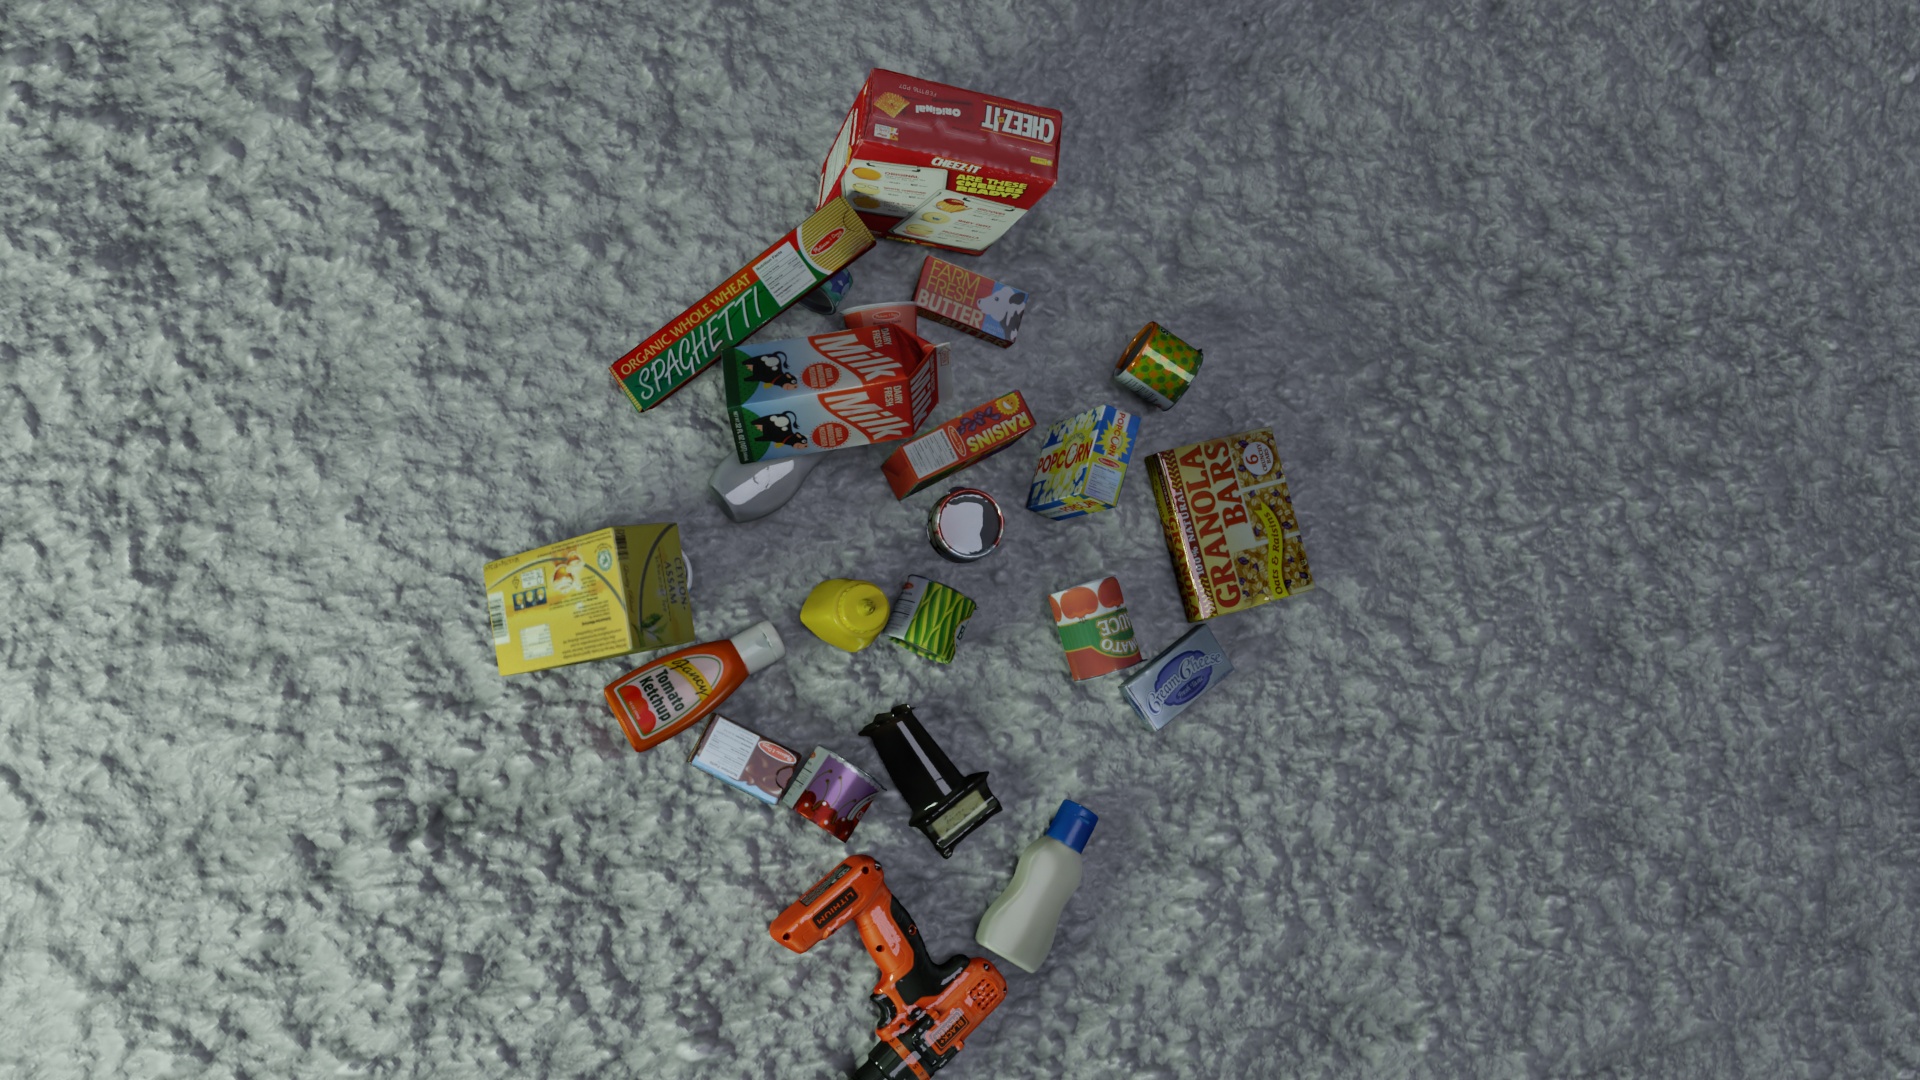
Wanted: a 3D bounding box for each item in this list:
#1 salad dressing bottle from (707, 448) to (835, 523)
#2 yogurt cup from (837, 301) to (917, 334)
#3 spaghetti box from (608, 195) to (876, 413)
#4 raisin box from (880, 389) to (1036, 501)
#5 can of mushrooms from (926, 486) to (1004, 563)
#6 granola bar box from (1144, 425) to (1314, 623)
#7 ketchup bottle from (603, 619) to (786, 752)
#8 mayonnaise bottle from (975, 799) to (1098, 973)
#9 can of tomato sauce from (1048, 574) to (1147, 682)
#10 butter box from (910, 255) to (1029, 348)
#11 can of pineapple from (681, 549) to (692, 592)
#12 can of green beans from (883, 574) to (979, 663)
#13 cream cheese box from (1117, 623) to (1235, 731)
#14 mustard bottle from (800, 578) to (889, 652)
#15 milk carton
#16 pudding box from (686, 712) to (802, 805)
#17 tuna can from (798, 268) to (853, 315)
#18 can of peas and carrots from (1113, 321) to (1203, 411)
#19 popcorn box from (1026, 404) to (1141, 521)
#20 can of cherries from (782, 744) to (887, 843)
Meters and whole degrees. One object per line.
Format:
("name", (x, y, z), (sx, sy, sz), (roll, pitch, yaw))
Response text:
("salad dressing bottle", (-0.149, -0.073, 1.216), (0.148, 0.044, 0.064), (-36, 89, -19))
("yogurt cup", (-0.069, -0.183, 1.242), (0.072, 0.072, 0.054), (-8, 94, -17))
("spaghetti box", (-0.186, -0.200, 1.181), (0.250, 0.029, 0.050), (-35, 94, 5))
("raisin box", (-0.003, -0.085, 1.237), (0.124, 0.086, 0.040), (-27, 87, -17))
("can of mushrooms", (0.004, -0.016, 1.258), (0.071, 0.033, 0.071), (2, 83, -15))
("granola bar box", (0.258, -0.016, 1.328), (0.124, 0.039, 0.165), (-14, 87, -17))
("ketchup bottle", (-0.220, 0.117, 1.171), (0.149, 0.043, 0.065), (-28, 81, -18))
("mayonnaise bottle", (0.074, 0.304, 1.236), (0.065, 0.041, 0.148), (34, 74, -12))
("can of tomato sauce", (0.124, 0.079, 1.262), (0.071, 0.071, 0.083), (-16, 88, -17))
("butter box", (0.007, -0.221, 1.289), (0.103, 0.024, 0.053), (18, 78, -14))
("can of pineapple", (-0.261, 0.033, 1.162), (0.071, 0.057, 0.071), (2, 83, -16))
("can of green beans", (-0.027, 0.070, 1.221), (0.071, 0.071, 0.058), (26, 78, -12))
("cream cheese box", (0.203, 0.129, 1.302), (0.104, 0.024, 0.053), (-35, 93, -17))
("mustard bottle", (-0.089, 0.060, 1.155), (0.065, 0.160, 0.049), (33, 75, -12))
("milk carton", (-0.101, -0.128, 1.179), (0.191, 0.072, 0.074), (-9, 51, -6))
("pudding box", (-0.184, 0.186, 1.180), (0.084, 0.030, 0.050), (28, 75, -11))
("tuna can", (-0.132, -0.234, 1.227), (0.071, 0.071, 0.033), (34, 74, -10))
("can of peas and carrots", (0.188, -0.167, 1.313), (0.059, 0.071, 0.071), (32, 76, -10))
("popcorn box", (0.108, -0.068, 1.246), (0.038, 0.126, 0.085), (21, 79, -17))
("can of cherries", (-0.107, 0.217, 1.179), (0.071, 0.071, 0.058), (35, 76, -10))
